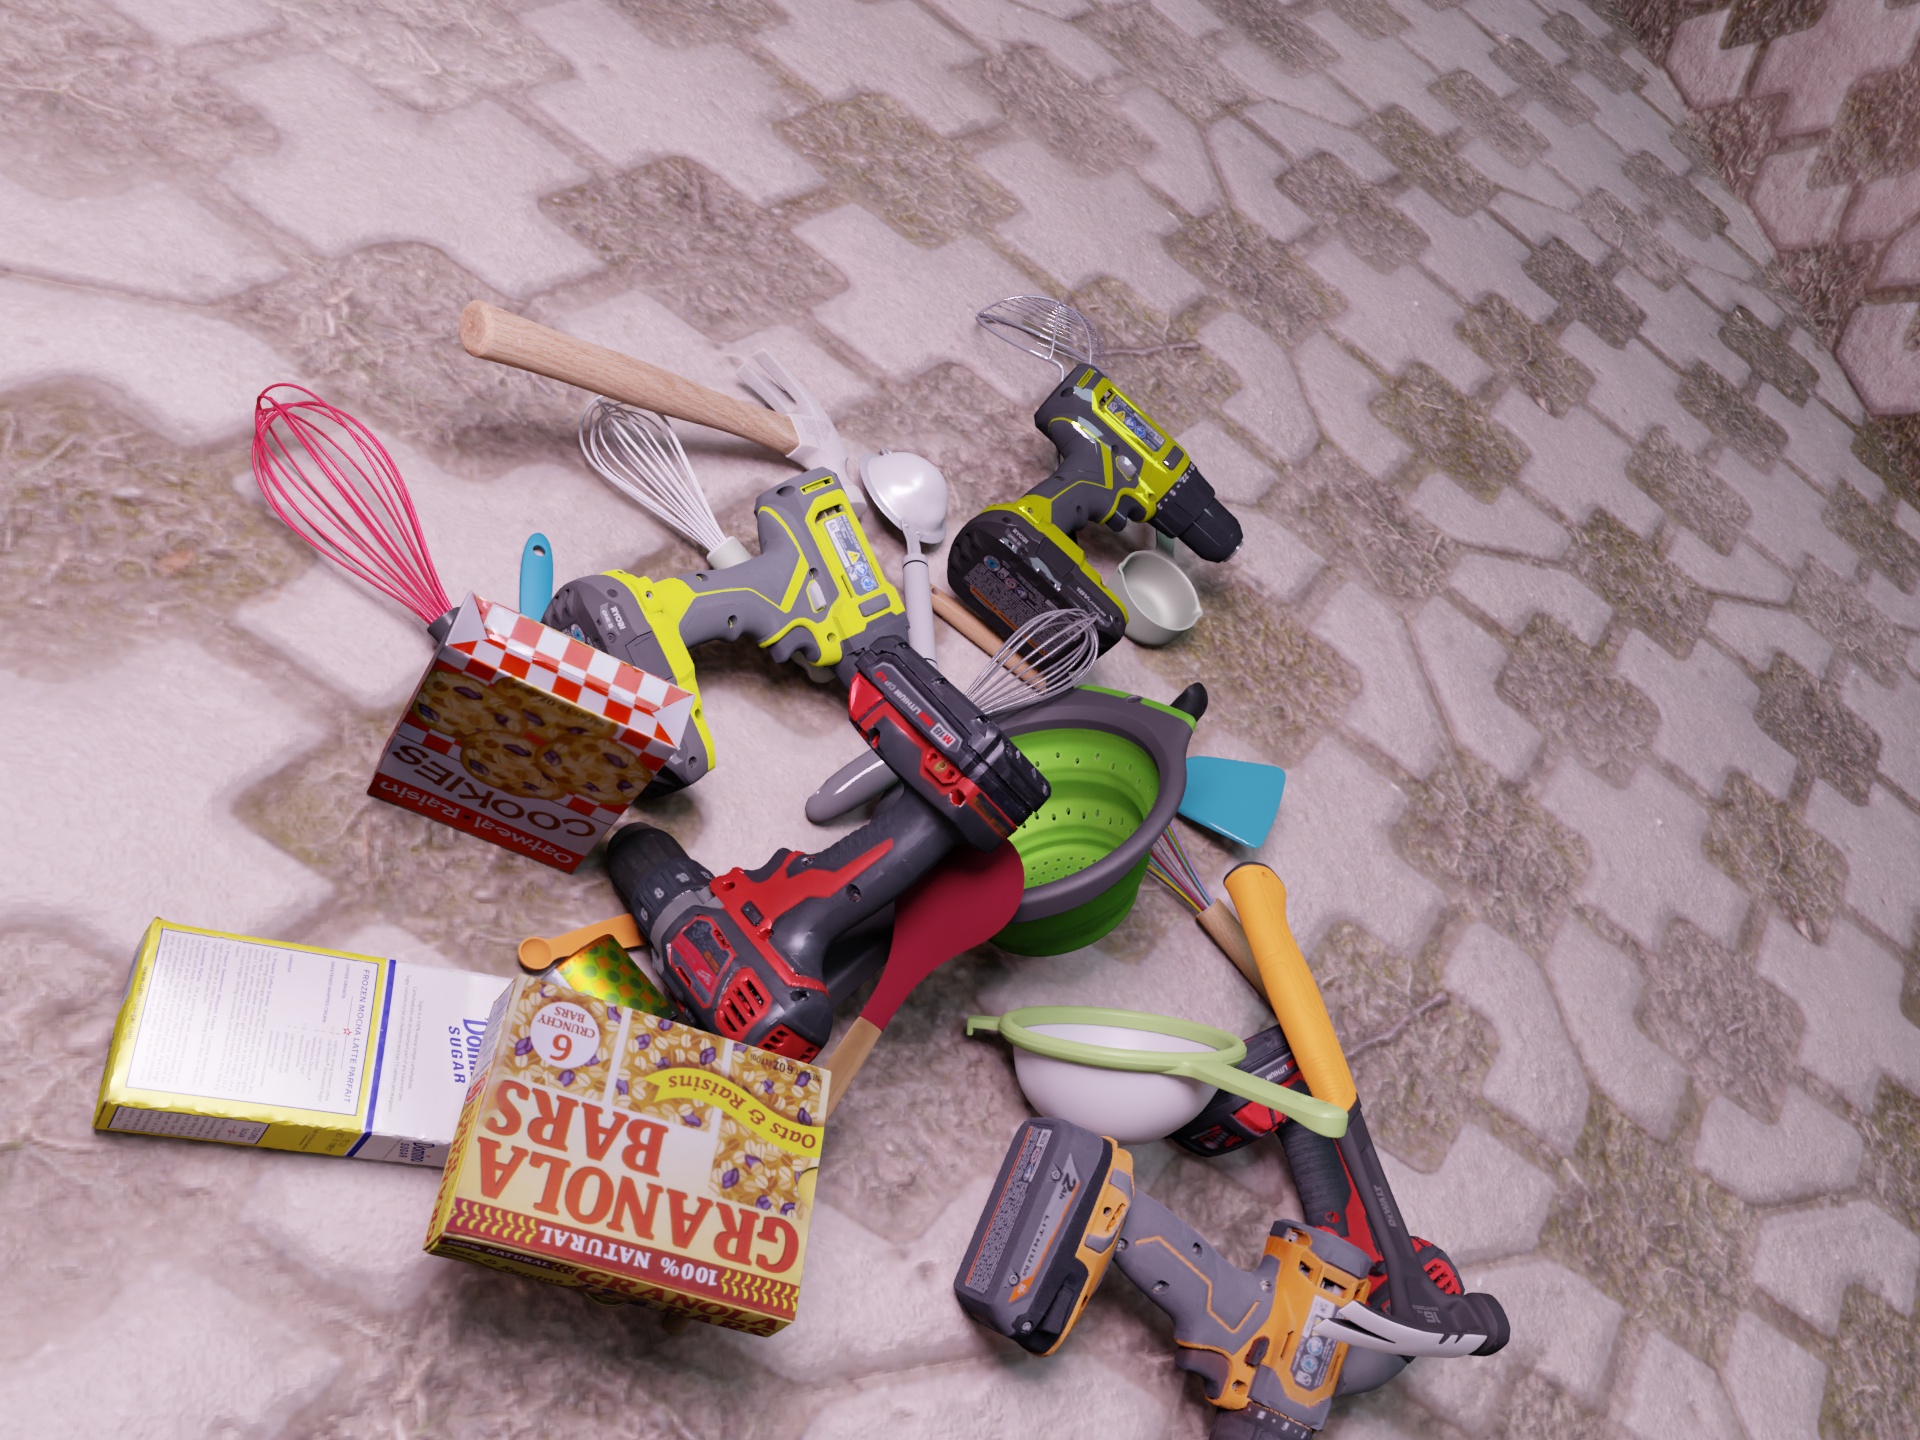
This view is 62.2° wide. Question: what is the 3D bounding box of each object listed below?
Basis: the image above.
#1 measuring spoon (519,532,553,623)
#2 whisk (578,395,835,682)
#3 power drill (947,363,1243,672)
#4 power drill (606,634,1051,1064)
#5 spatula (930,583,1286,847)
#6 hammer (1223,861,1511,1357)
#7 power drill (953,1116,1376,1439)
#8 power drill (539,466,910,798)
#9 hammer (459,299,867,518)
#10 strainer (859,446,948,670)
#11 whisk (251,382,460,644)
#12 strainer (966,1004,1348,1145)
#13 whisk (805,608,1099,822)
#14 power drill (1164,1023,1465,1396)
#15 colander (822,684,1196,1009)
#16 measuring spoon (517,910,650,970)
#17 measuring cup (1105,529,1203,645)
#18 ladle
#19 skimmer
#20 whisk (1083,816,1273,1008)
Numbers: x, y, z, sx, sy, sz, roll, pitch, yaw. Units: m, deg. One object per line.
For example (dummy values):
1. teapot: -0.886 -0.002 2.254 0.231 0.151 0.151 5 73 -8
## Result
1. measuring spoon: -0.259 -0.067 0.977 0.042 0.021 0.129 12 56 -29
2. whisk: -0.166 -0.122 1.069 0.059 0.058 0.246 -41 92 -10
3. power drill: 0.108 -0.144 1.198 0.190 0.080 0.229 42 52 -7
4. power drill: -0.084 0.063 0.873 0.188 0.226 0.080 43 -3 38
5. spatula: 0.099 -0.014 1.181 0.317 0.044 0.082 35 52 -8
6. hammer: 0.221 0.222 0.978 0.127 0.034 0.337 17 39 -29
7. power drill: 0.112 0.346 0.896 0.226 0.084 0.185 29 72 -12
8. power drill: -0.131 -0.047 0.990 0.223 0.080 0.171 -29 96 -39
9. hammer: -0.190 -0.217 1.056 0.331 0.031 0.130 8 53 -55
10. strainer: -0.031 -0.118 1.144 0.086 0.050 0.259 27 43 -36
11. whisk: -0.312 -0.074 0.923 0.296 0.073 0.073 52 45 -1
12. strainer: 0.124 0.223 0.925 0.151 0.256 0.069 6 91 -33
13. whisk: -0.002 -0.004 1.044 0.239 0.055 0.055 -34 81 -15
14. power drill: 0.223 0.315 1.021 0.143 0.078 0.220 -19 75 -42
15. colander: -0.005 0.127 0.974 0.397 0.205 0.094 -38 127 -29
16. measuring spoon: -0.198 0.123 0.900 0.117 0.011 0.021 -9 61 -43
17. measuring cup: 0.157 -0.129 1.309 0.083 0.038 0.168 27 46 -18
18. ladle: -0.063 0.184 0.849 0.069 0.031 0.315 29 73 15
19. skimmer: 0.068 -0.201 1.301 0.127 0.090 0.364 15 62 -27
20. whisk: 0.166 0.115 1.142 0.245 0.051 0.047 50 39 0
